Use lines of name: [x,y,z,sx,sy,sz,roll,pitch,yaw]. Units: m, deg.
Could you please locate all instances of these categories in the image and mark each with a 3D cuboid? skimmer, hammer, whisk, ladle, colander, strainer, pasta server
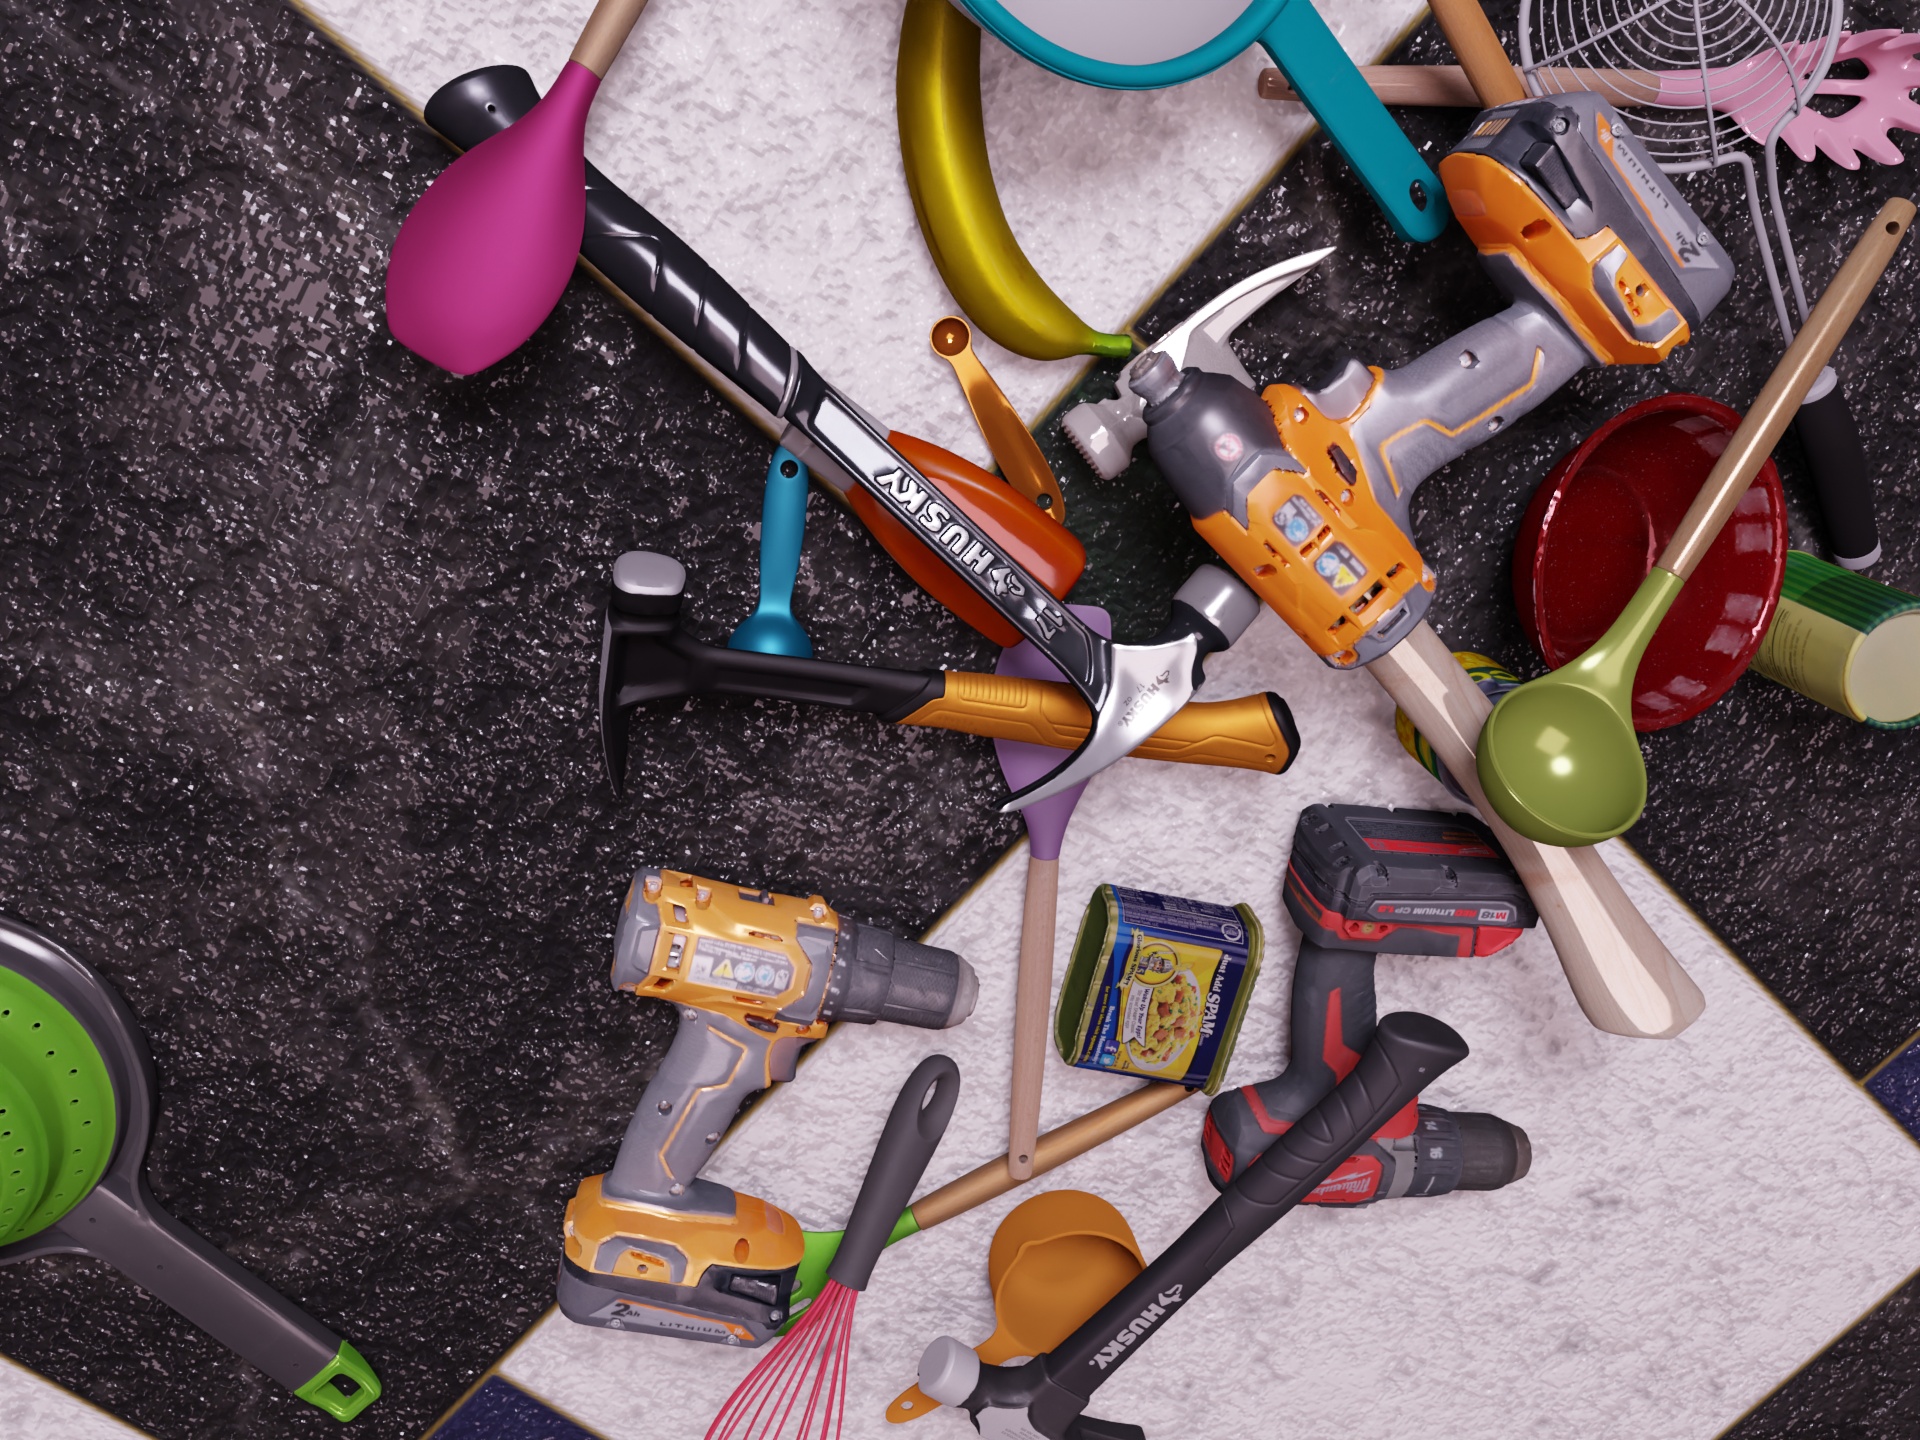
skimmer: [0.368,-0.214,0.742,0.127,0.090,0.362,-32,128,11]
hammer: [-0.064,-0.128,0.689,0.409,0.036,0.149,41,85,-6]
whisk: [-0.069,0.315,0.841,0.073,0.073,0.296,27,82,-16]
ladle: [0.329,-0.087,0.695,0.078,0.062,0.320,31,95,1]
hammer: [0.228,-0.023,0.752,0.146,0.038,0.410,-38,94,6]
hammer: [-0.001,-0.002,0.762,0.336,0.034,0.127,7,130,-11]
colander: [-0.451,0.252,0.782,0.204,0.095,0.396,-40,109,7]
hammer: [0.137,0.276,0.836,0.146,0.035,0.334,36,106,-20]
strainer: [0.082,-0.319,0.658,0.340,0.095,0.211,39,80,-31]
pasta server: [0.293,-0.287,0.724,0.316,0.040,0.060,-2,122,-6]

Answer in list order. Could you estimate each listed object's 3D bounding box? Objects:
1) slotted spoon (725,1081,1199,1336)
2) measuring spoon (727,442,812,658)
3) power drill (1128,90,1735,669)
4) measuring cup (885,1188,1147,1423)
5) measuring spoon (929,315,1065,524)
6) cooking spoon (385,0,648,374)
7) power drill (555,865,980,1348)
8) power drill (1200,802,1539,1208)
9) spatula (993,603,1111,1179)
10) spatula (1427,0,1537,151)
slotted spoon: [-0.002,0.263,0.884,0.314,0.031,0.070,-26,103,0]
measuring spoon: [-0.086,-0.070,0.756,0.042,0.021,0.128,5,109,-9]
power drill: [0.188,-0.153,0.670,0.164,0.084,0.226,42,97,-17]
measuring cup: [0.026,0.333,0.900,0.173,0.052,0.095,-37,110,8]
measuring spoon: [0.019,-0.140,0.754,0.021,0.011,0.116,-32,114,3]
cooking spoon: [-0.140,-0.286,0.645,0.068,0.017,0.319,30,92,-5]
power drill: [-0.101,0.198,0.814,0.185,0.084,0.226,13,97,-13]
power drill: [0.241,0.166,0.858,0.188,0.080,0.226,5,112,-12]
spatula: [0.040,0.095,0.827,0.059,0.018,0.315,2,104,-4]
spatula: [0.195,-0.302,0.663,0.322,0.041,0.081,40,75,-38]
